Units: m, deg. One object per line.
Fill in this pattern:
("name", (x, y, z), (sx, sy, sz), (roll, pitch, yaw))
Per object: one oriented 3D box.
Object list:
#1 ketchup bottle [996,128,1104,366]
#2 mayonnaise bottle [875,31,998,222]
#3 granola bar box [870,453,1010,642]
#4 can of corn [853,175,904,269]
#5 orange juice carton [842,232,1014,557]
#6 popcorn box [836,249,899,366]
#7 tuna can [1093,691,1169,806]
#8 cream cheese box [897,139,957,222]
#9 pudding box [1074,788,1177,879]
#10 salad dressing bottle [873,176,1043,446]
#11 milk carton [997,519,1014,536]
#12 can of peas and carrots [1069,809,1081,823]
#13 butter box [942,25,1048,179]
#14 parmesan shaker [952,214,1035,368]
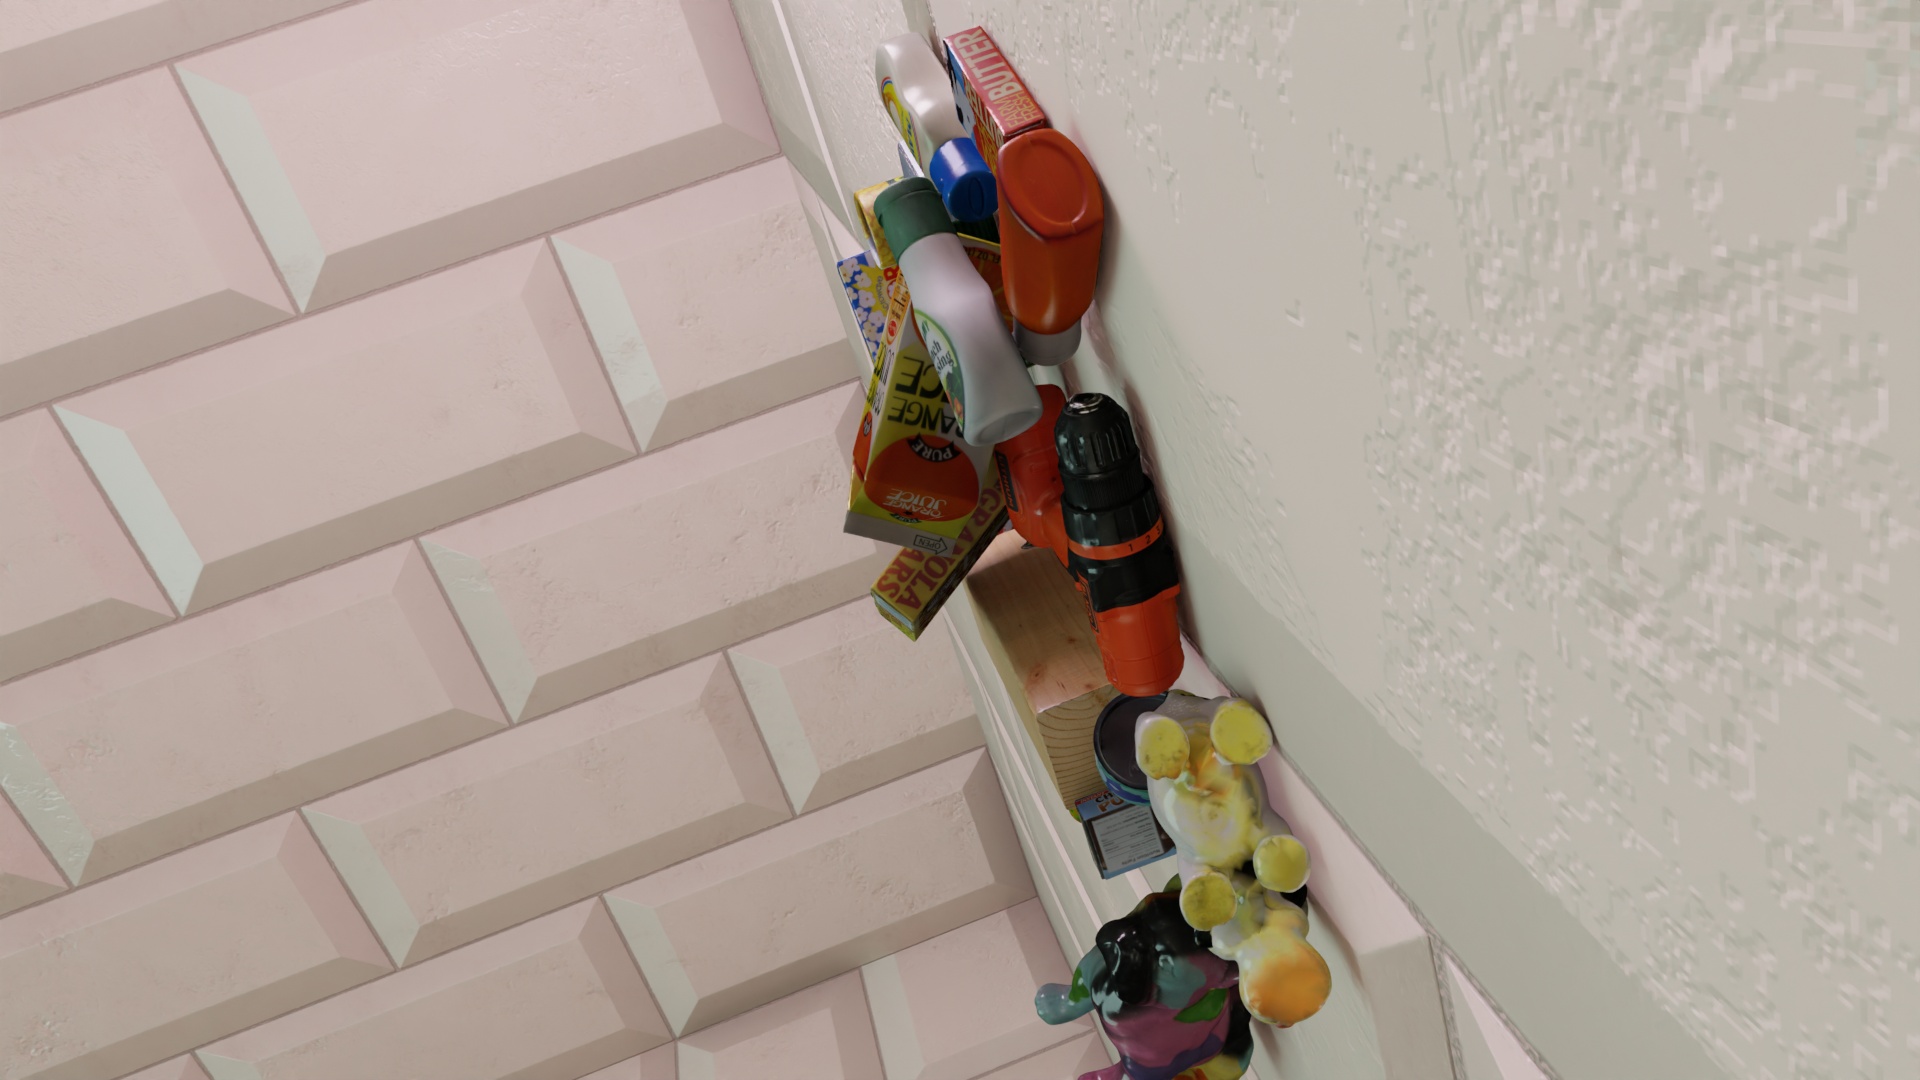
("ketchup bottle", (0.043, -0.135, 0.690), (0.148, 0.043, 0.065), (82, 166, -70))
("mayonnaise bottle", (-0.014, -0.252, 0.857), (0.064, 0.041, 0.149), (78, 171, -50))
("granola bar box", (0.003, -0.012, 0.958), (0.039, 0.166, 0.124), (37, 171, 5))
("can of corn", (-0.049, -0.261, 1.122), (0.071, 0.058, 0.071), (163, 86, -85))
("orange juice carton", (-0.015, -0.087, 0.836), (0.073, 0.072, 0.192), (-125, 49, -73))
("popcorn box", (-0.047, -0.196, 1.210), (0.038, 0.085, 0.126), (114, 135, -84))
("tuna can", (0.117, 0.127, 0.846), (0.032, 0.071, 0.071), (76, 172, -59))
("cream cheese box", (-0.020, -0.249, 1.054), (0.103, 0.024, 0.053), (75, 173, -48))
("pudding box", (0.121, 0.180, 0.896), (0.030, 0.084, 0.049), (-117, 7, -72))
("salad dressing bottle", (-0.004, -0.124, 0.742), (0.064, 0.044, 0.148), (94, 154, -73))
("milk carton", (0.042, 0.013, 1.161), (0.073, 0.072, 0.191), (82, 166, -67))
("can of peas and carrots", (0.112, 0.192, 1.145), (0.071, 0.071, 0.058), (-120, 10, -63))
("butter box", (0.021, -0.218, 0.718), (0.053, 0.024, 0.104), (74, 174, -49))
("parmesan shaker", (0.003, -0.154, 0.904), (0.071, 0.071, 0.103), (-138, 27, -79))
